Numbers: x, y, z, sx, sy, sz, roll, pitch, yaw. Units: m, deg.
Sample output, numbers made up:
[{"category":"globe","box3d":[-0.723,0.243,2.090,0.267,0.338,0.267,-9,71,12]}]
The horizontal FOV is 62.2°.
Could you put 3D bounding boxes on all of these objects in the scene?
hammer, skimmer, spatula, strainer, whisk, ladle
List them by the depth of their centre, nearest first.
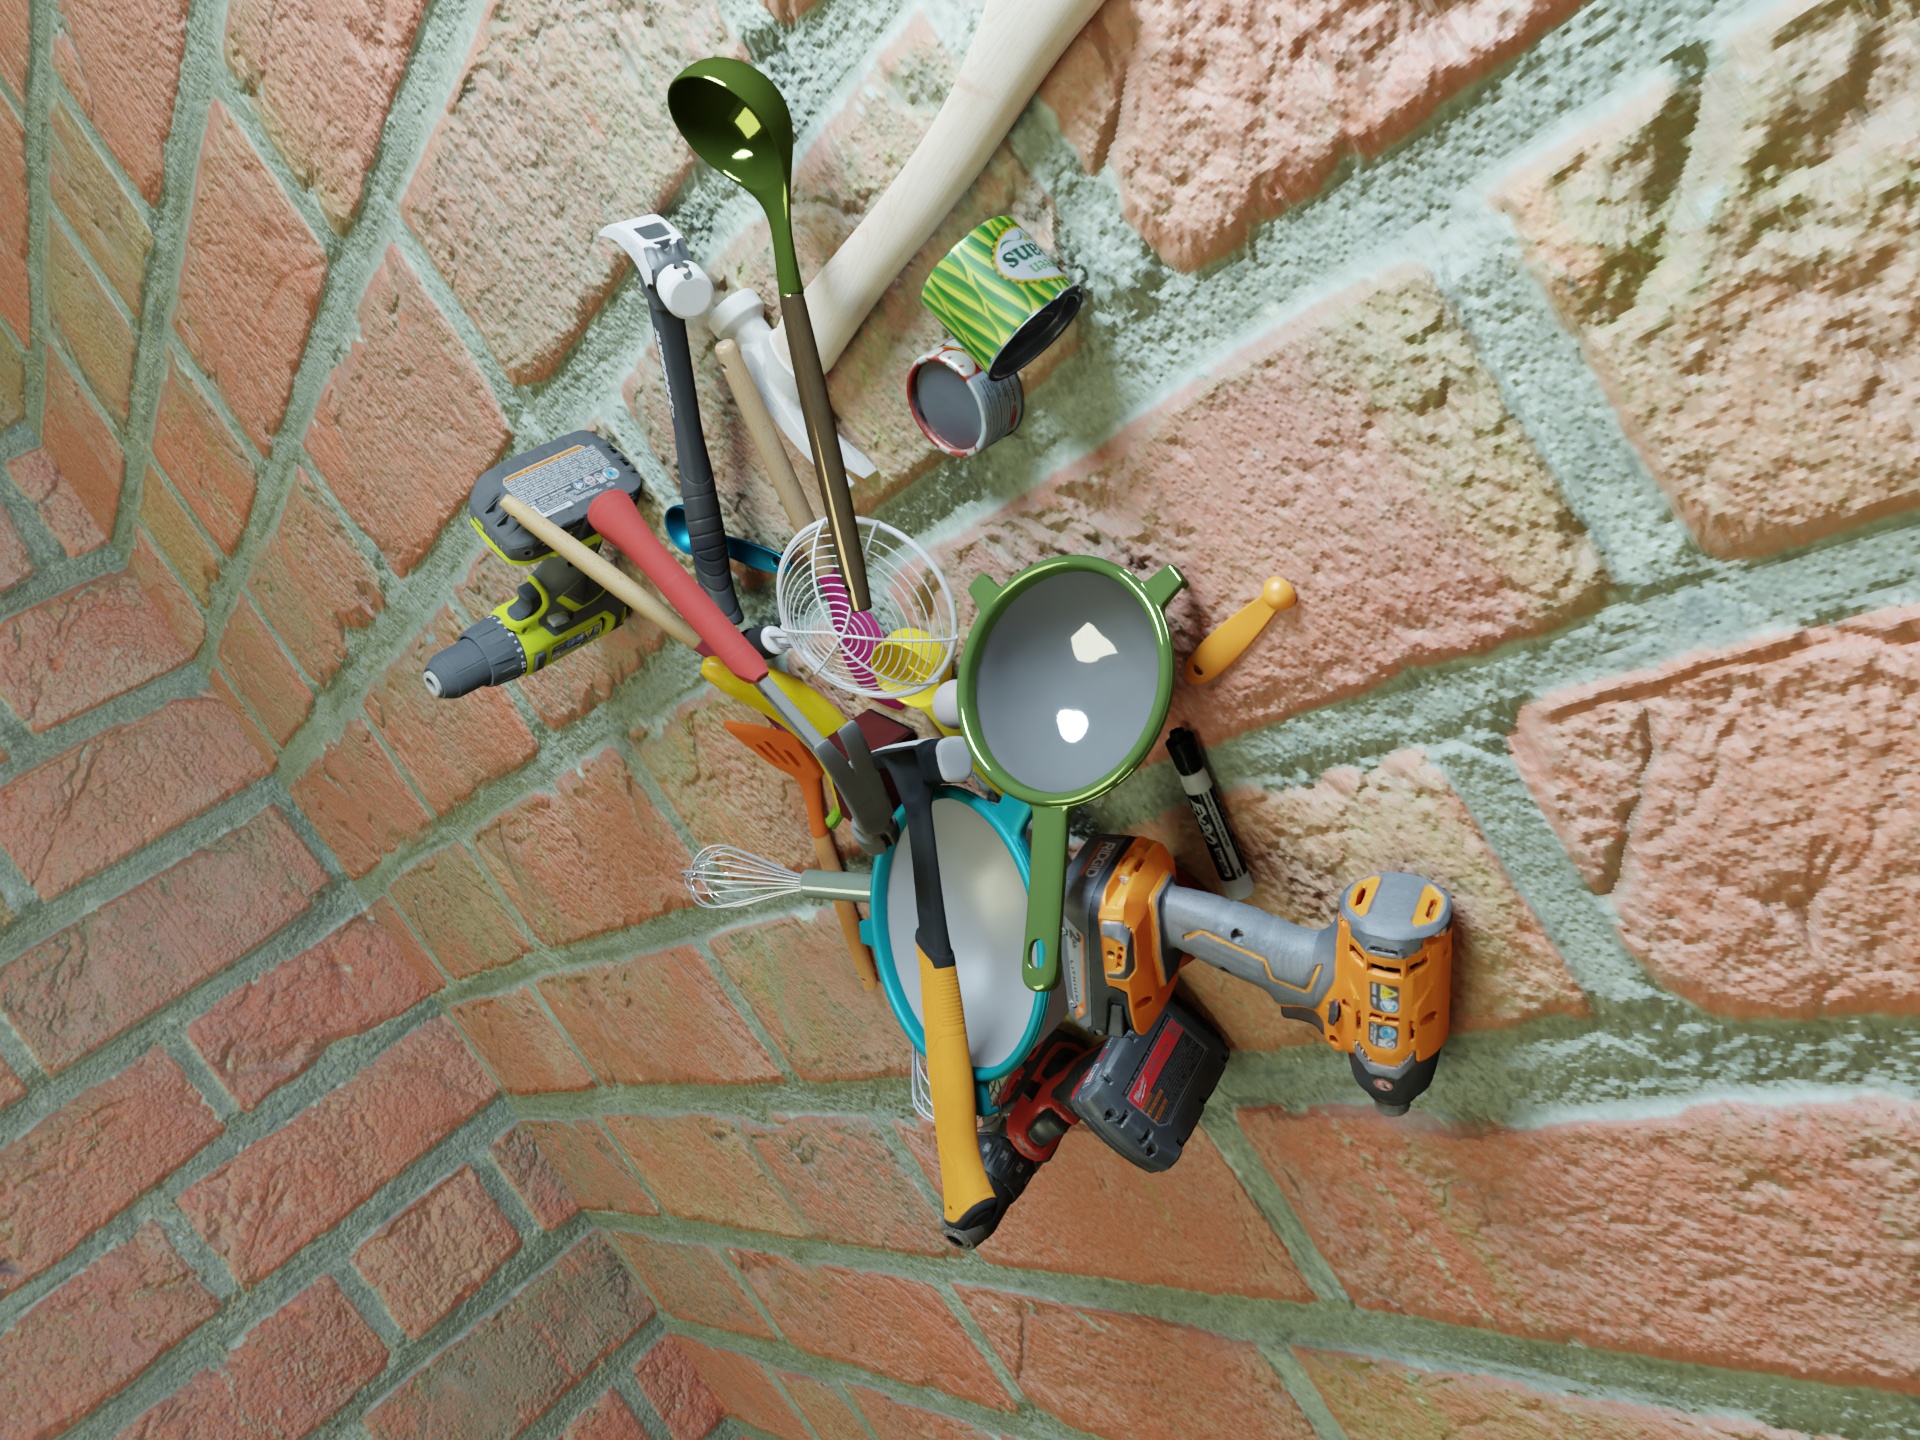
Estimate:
[{"category":"hammer","box3d":[-0.027,-0.274,0.895,0.146,0.038,0.410,53,148,-2]},{"category":"ladle","box3d":[-0.102,-0.217,0.917,0.078,0.062,0.320,0,105,56]},{"category":"strainer","box3d":[0.071,0.033,0.950,0.151,0.069,0.256,1,84,37]},{"category":"hammer","box3d":[-0.020,0.183,1.110,0.127,0.034,0.337,-12,85,53]},{"category":"strainer","box3d":[0.050,0.098,1.115,0.211,0.095,0.340,51,131,38]},{"category":"hammer","box3d":[-0.165,-0.058,1.118,0.359,0.037,0.149,46,166,30]},{"category":"skimmer","box3d":[-0.098,-0.073,1.125,0.127,0.090,0.363,54,169,-12]},{"category":"hammer","box3d":[-0.195,-0.199,1.141,0.146,0.035,0.334,53,156,41]},{"category":"ladle","box3d":[-0.228,-0.076,1.247,0.315,0.031,0.069,38,159,-23]},{"category":"whisk","box3d":[-0.026,0.235,1.268,0.285,0.070,0.070,-120,12,-60]},{"category":"whisk","box3d":[-0.138,0.141,1.372,0.246,0.058,0.059,1,165,28]},{"category":"spatula","box3d":[-0.122,0.122,1.390,0.081,0.041,0.322,10,130,33]}]

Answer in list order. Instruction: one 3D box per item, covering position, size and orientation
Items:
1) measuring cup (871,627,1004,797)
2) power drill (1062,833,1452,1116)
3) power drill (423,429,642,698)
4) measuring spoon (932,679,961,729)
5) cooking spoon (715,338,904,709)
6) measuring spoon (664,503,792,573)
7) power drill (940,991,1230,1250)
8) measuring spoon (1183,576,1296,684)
[{"category":"measuring cup","box3d":[-0.002,-0.004,1.139,0.156,0.029,0.062,49,141,-17]},{"category":"power drill","box3d":[0.179,0.157,0.959,0.226,0.084,0.164,8,125,26]},{"category":"power drill","box3d":[-0.356,-0.118,1.325,0.080,0.190,0.228,46,143,14]},{"category":"measuring spoon","box3d":[0.019,0.004,1.054,0.124,0.018,0.034,28,113,47]},{"category":"cooking spoon","box3d":[-0.104,-0.126,1.115,0.069,0.017,0.318,21,145,42]},{"category":"measuring spoon","box3d":[-0.177,-0.140,1.238,0.129,0.021,0.042,21,131,27]},{"category":"power drill","box3d":[0.079,0.296,1.167,0.080,0.188,0.226,42,145,-7]},{"category":"measuring spoon","box3d":[0.154,-0.047,0.902,0.021,0.011,0.117,49,148,6]}]
